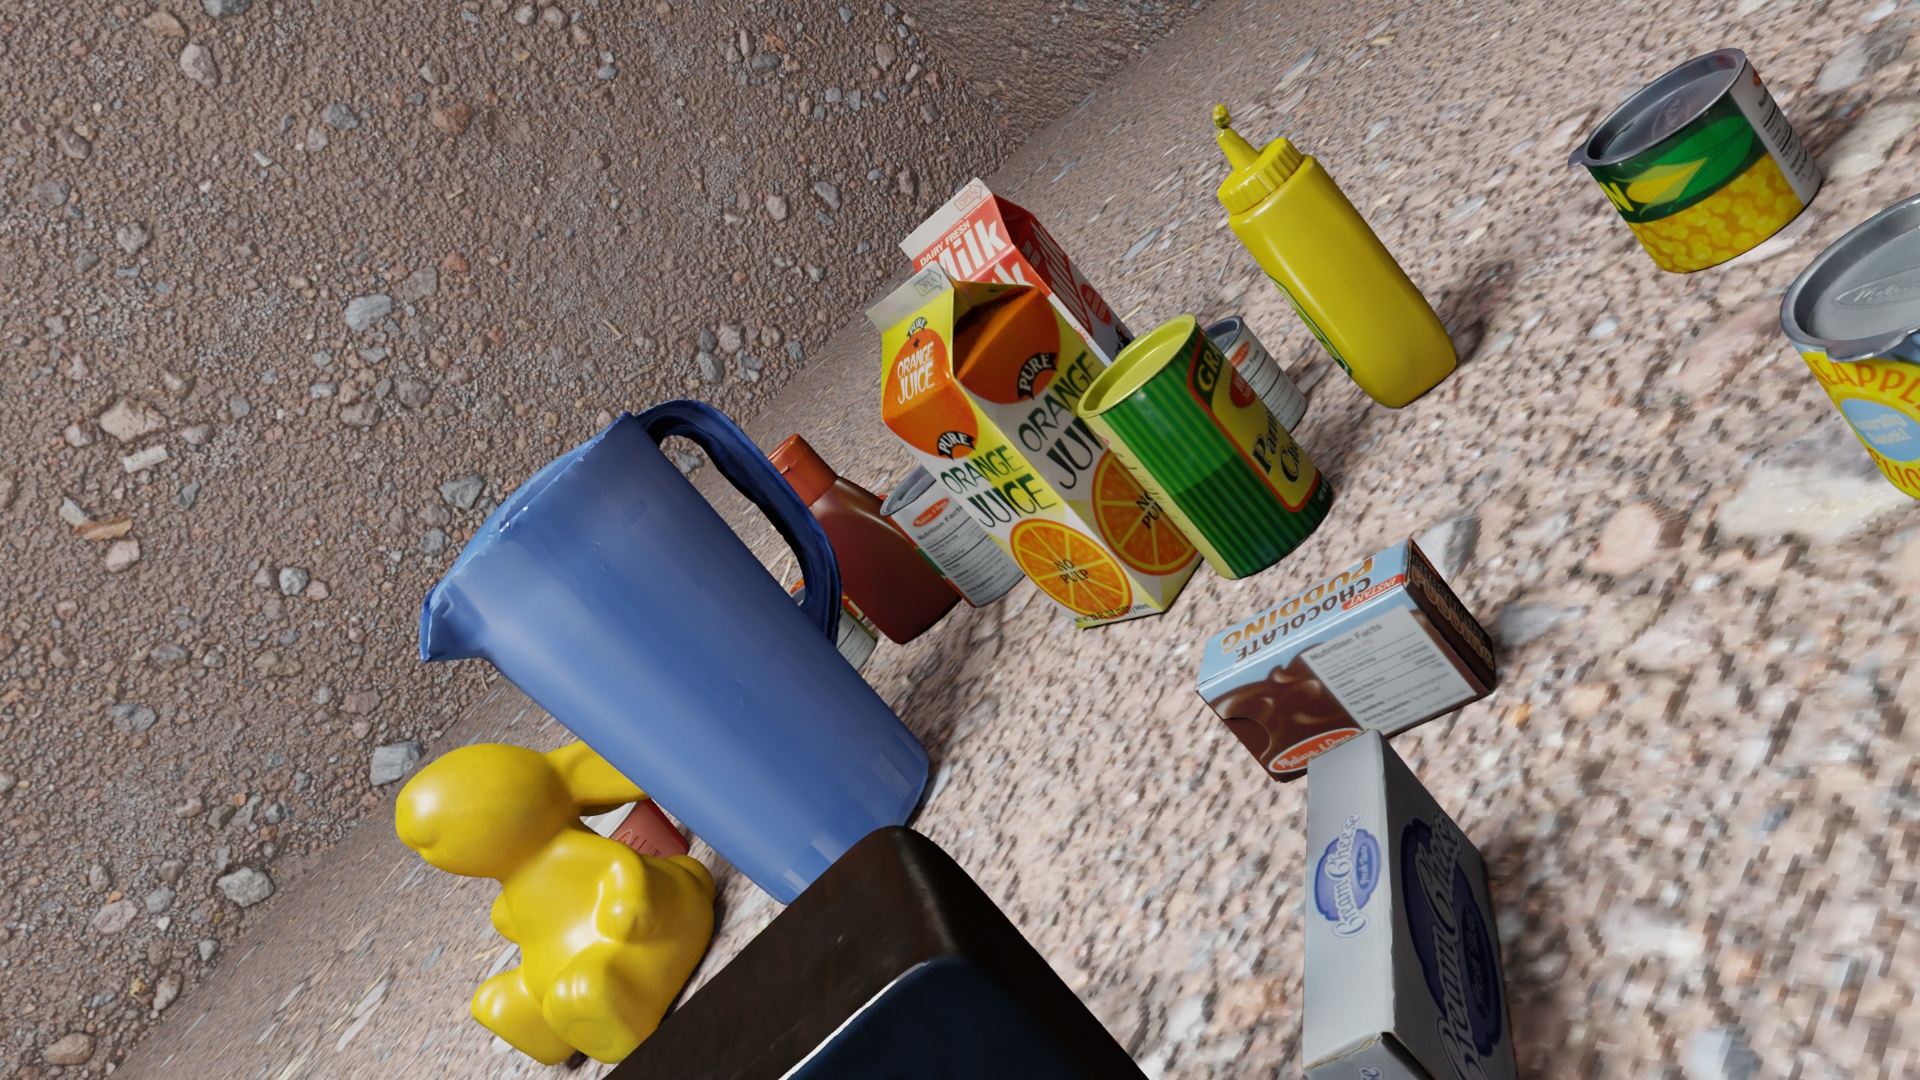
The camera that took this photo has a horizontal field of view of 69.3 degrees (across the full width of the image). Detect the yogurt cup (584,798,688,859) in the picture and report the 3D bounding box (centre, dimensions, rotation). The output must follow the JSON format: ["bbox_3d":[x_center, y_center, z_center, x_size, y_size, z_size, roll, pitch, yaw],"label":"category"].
[{"bbox_3d":[-0.213,0.199,0.896,0.072,0.054,0.072,-40,15,13],"label":"yogurt cup"}]

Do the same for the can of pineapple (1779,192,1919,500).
[{"bbox_3d":[0.256,-0.050,0.355,0.071,0.058,0.071,-40,15,13],"label":"can of pineapple"}]

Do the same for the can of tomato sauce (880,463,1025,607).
[{"bbox_3d":[0.003,-0.011,0.861,0.071,0.083,0.071,-40,15,13],"label":"can of tomato sauce"}]

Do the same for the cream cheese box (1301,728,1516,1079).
[{"bbox_3d":[0.108,0.098,0.336,0.024,0.053,0.104,-35,16,29],"label":"cream cheese box"}]

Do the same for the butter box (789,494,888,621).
[{"bbox_3d":[-0.074,0.019,1.040,0.104,0.053,0.024,-48,15,-19],"label":"butter box"}]

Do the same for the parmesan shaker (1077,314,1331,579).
[{"bbox_3d":[0.111,-0.042,0.626,0.071,0.103,0.071,-40,15,13],"label":"parmesan shaker"}]

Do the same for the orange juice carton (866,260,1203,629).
[{"bbox_3d":[0.034,-0.051,0.672,0.073,0.192,0.071,-51,16,-29],"label":"orange juice carton"}]

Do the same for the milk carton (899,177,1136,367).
[{"bbox_3d":[0.048,-0.137,0.885,0.072,0.190,0.074,-36,16,27],"label":"milk carton"}]

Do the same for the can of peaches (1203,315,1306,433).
[{"bbox_3d":[0.139,-0.076,0.737,0.071,0.058,0.071,-40,15,13],"label":"can of peaches"}]

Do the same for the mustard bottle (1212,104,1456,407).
[{"bbox_3d":[0.162,-0.133,0.634,0.048,0.160,0.065,-39,15,16],"label":"mustard bottle"}]

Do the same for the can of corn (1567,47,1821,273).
[{"bbox_3d":[0.287,-0.146,0.545,0.071,0.058,0.071,-40,15,13],"label":"can of corn"}]

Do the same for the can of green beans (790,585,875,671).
[{"bbox_3d":[-0.101,0.070,0.957,0.071,0.057,0.071,-40,15,13],"label":"can of green beans"}]

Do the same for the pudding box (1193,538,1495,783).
[{"bbox_3d":[0.125,0.041,0.458,0.083,0.049,0.030,-33,17,33],"label":"pudding box"}]

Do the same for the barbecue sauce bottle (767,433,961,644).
[{"bbox_3d":[-0.067,-0.004,0.895,0.064,0.148,0.044,-39,15,18],"label":"barbecue sauce bottle"}]
